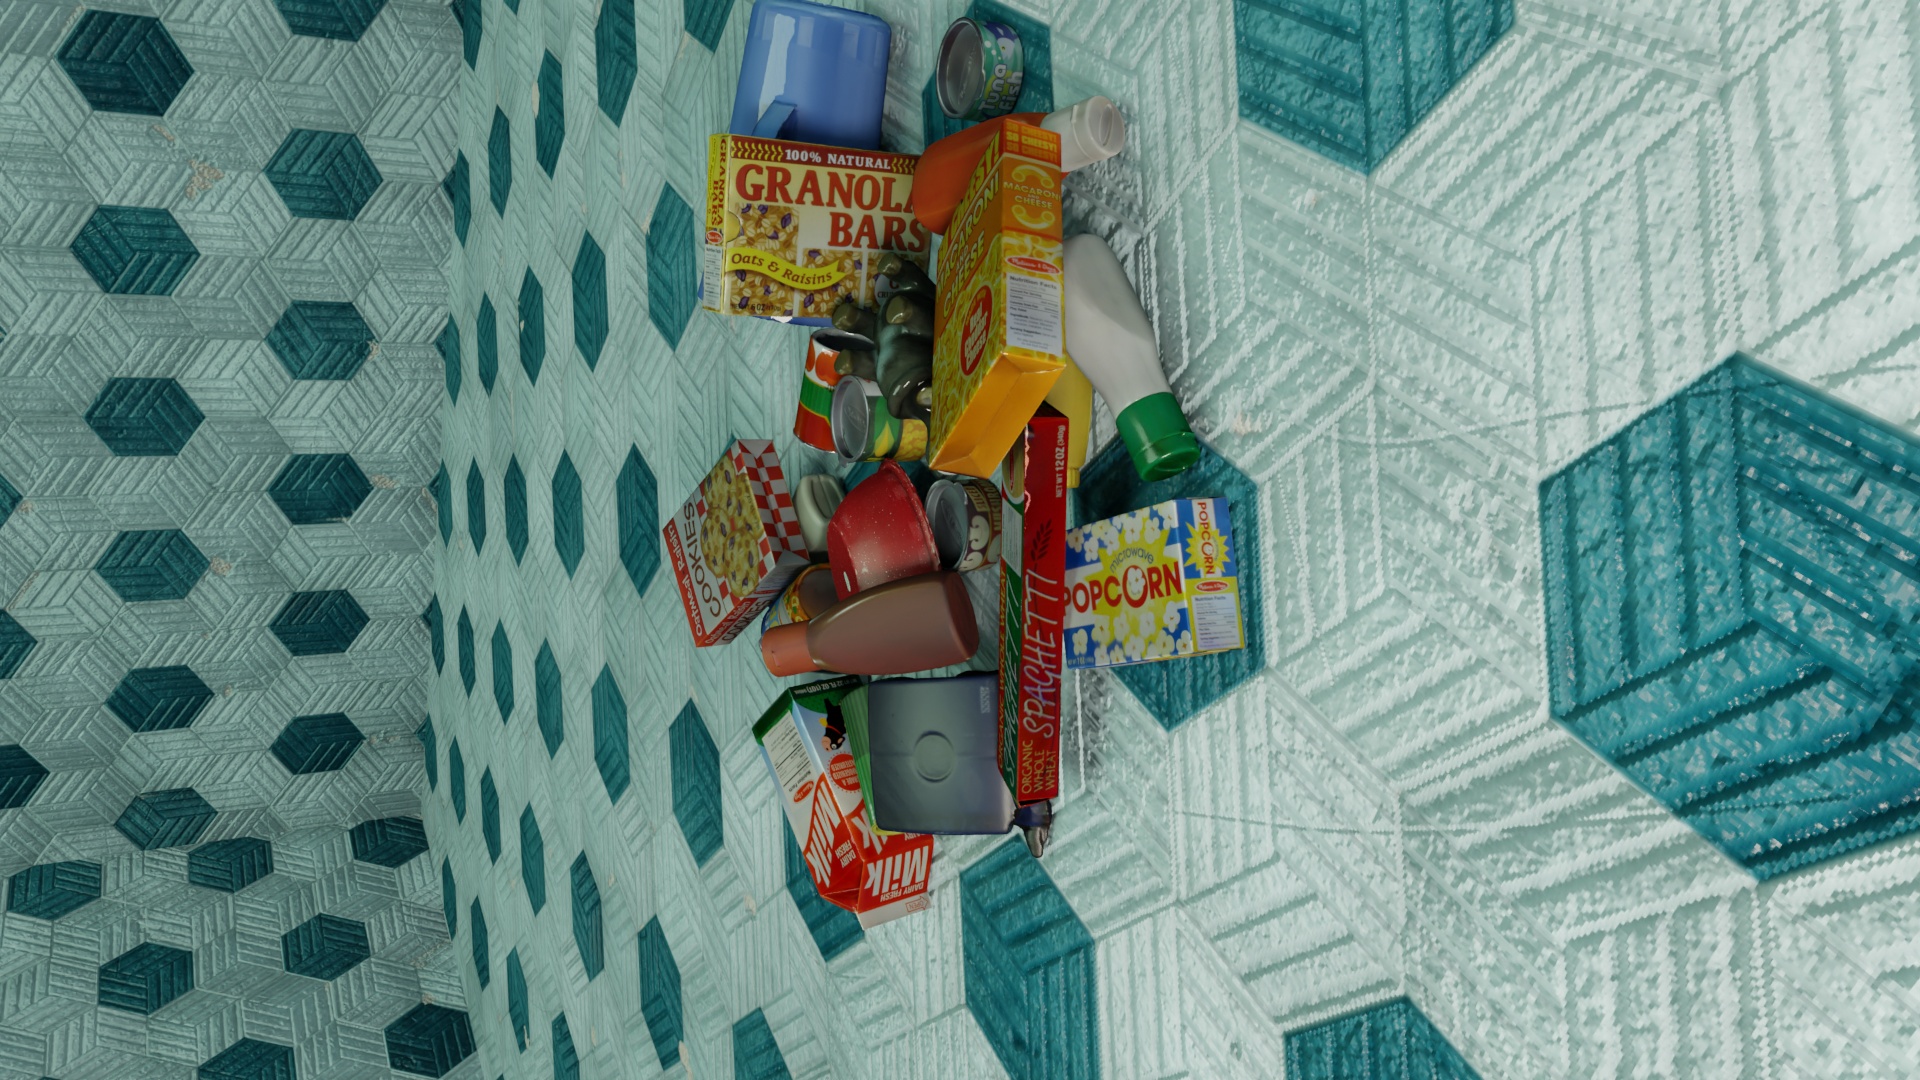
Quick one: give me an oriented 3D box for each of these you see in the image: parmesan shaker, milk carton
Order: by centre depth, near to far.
[{"bbox_3d":[-0.049,0.161,1.046,0.071,0.071,0.103,-50,50,50],"label":"parmesan shaker"},{"bbox_3d":[-0.087,0.208,1.091,0.073,0.072,0.191,-47,61,41],"label":"milk carton"}]

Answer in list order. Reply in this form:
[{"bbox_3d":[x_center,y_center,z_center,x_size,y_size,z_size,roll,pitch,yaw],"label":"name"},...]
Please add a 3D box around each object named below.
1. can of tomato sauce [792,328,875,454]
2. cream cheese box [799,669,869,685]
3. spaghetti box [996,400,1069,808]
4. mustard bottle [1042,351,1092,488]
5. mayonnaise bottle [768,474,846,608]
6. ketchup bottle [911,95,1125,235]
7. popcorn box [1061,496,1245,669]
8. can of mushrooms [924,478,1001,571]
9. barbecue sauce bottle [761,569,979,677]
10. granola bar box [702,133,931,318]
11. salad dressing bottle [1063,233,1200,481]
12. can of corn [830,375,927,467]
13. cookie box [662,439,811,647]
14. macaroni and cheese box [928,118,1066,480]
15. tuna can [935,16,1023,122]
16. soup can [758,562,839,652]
[{"bbox_3d":[-0.093,-0.119,1.107,0.071,0.071,0.082,46,130,49],"label":"can of tomato sauce"},{"bbox_3d":[-0.108,0.138,1.196,0.103,0.024,0.053,-7,85,60],"label":"cream cheese box"},{"bbox_3d":[0.042,0.040,0.845,0.050,0.029,0.249,-128,36,-67],"label":"spaghetti box"},{"bbox_3d":[0.053,-0.082,0.870,0.065,0.049,0.160,1,94,57],"label":"mustard bottle"},{"bbox_3d":[-0.138,0.009,1.223,0.147,0.041,0.065,-59,44,46],"label":"mayonnaise bottle"},{"bbox_3d":[0.034,-0.237,0.865,0.148,0.043,0.065,-7,65,46],"label":"ketchup bottle"},{"bbox_3d":[0.104,0.027,0.797,0.126,0.038,0.085,-18,76,60],"label":"popcorn box"},{"bbox_3d":[0.003,-0.012,0.978,0.071,0.033,0.071,8,99,61],"label":"can of mushrooms"},{"bbox_3d":[-0.065,0.064,0.955,0.148,0.044,0.064,-13,101,21],"label":"barbecue sauce bottle"},{"bbox_3d":[-0.101,-0.225,1.011,0.039,0.166,0.124,24,113,55],"label":"granola bar box"},{"bbox_3d":[0.090,-0.104,0.792,0.043,0.064,0.148,-39,63,36],"label":"salad dressing bottle"},{"bbox_3d":[-0.060,-0.090,1.057,0.071,0.058,0.071,9,100,60],"label":"can of corn"},{"bbox_3d":[-0.200,0.005,1.227,0.166,0.040,0.123,-41,61,45],"label":"cookie box"},{"bbox_3d":[0.019,-0.138,0.801,0.123,0.040,0.167,126,150,-56],"label":"macaroni and cheese box"},{"bbox_3d":[0.013,-0.315,0.936,0.071,0.033,0.071,9,100,60],"label":"tuna can"},{"bbox_3d":[-0.126,0.066,1.174,0.083,0.071,0.071,-44,55,53],"label":"soup can"}]
